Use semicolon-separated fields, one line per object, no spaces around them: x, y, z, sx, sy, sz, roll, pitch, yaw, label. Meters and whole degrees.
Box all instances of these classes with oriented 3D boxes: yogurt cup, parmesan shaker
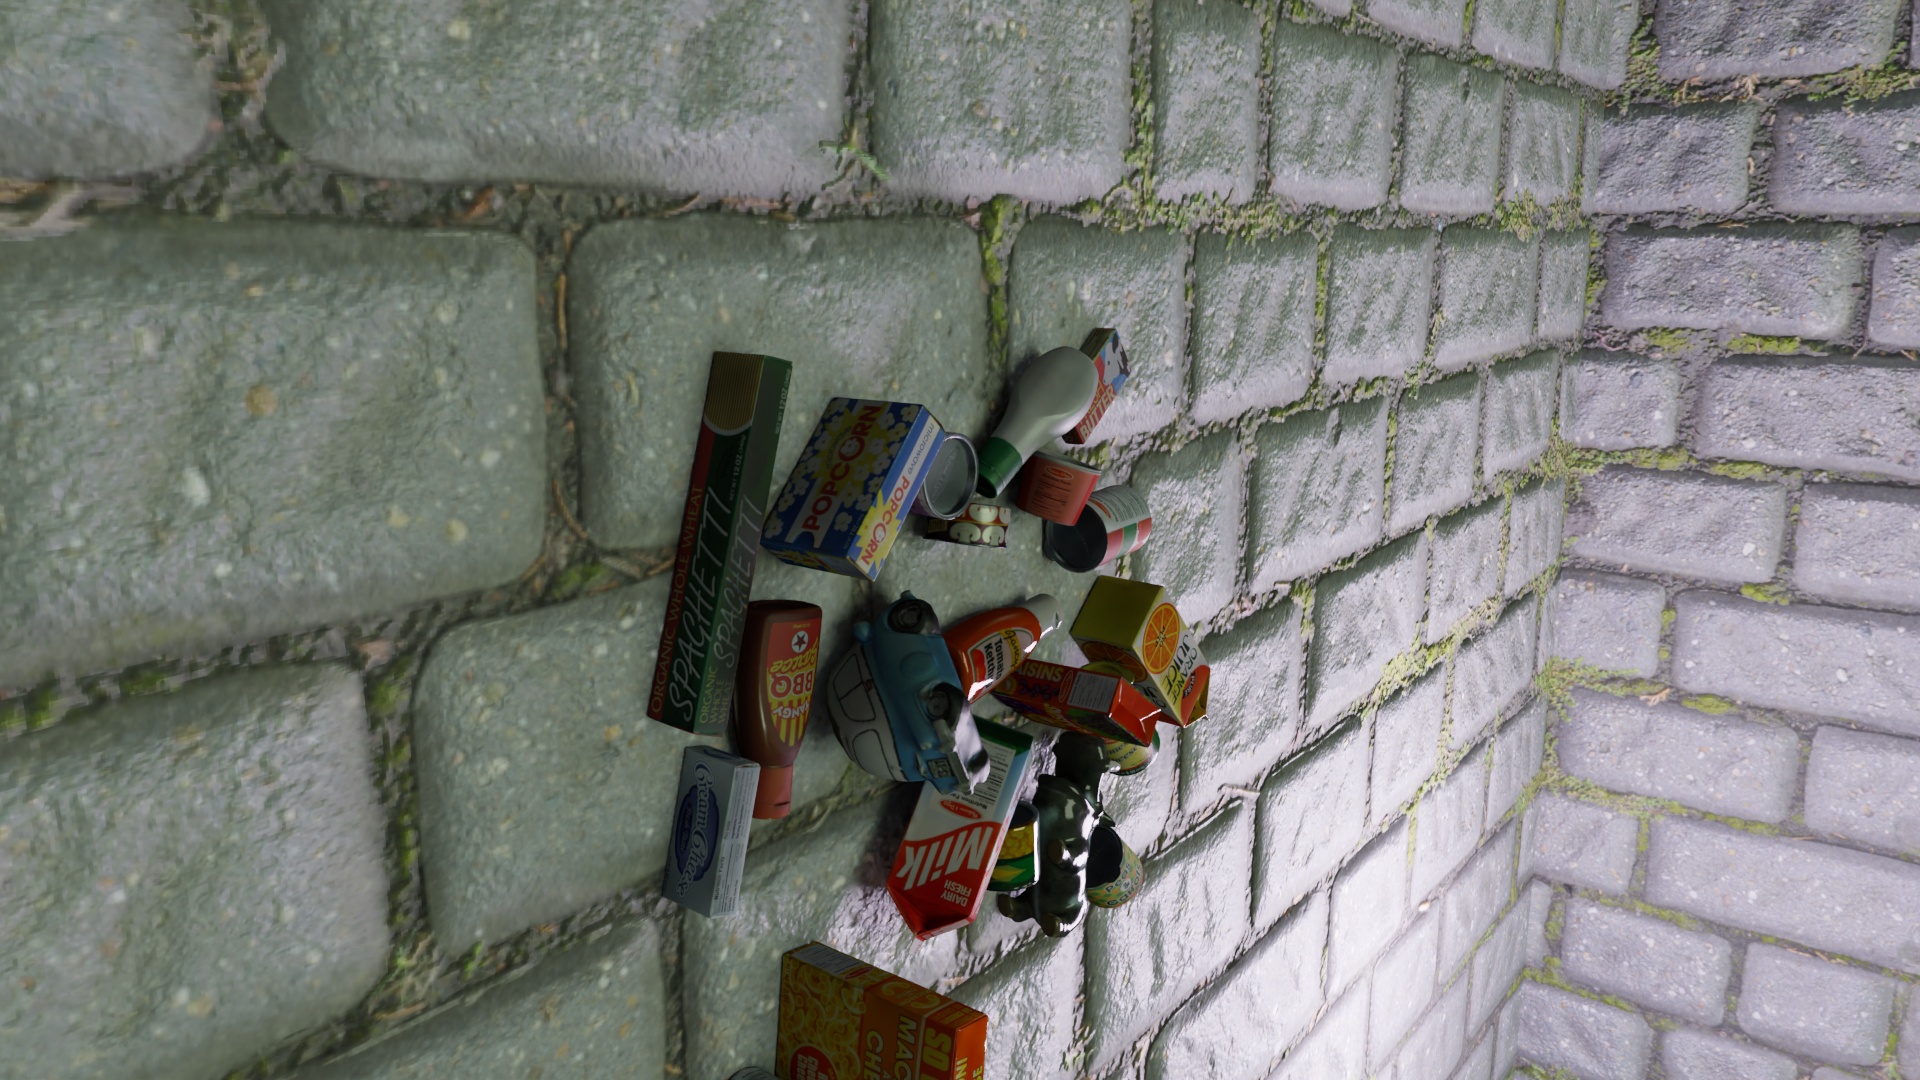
0.081;-0.046;1.196;0.072;0.072;0.054;8;104;-53;yogurt cup
0.148;0.170;1.325;0.071;0.071;0.102;-58;138;-27;parmesan shaker

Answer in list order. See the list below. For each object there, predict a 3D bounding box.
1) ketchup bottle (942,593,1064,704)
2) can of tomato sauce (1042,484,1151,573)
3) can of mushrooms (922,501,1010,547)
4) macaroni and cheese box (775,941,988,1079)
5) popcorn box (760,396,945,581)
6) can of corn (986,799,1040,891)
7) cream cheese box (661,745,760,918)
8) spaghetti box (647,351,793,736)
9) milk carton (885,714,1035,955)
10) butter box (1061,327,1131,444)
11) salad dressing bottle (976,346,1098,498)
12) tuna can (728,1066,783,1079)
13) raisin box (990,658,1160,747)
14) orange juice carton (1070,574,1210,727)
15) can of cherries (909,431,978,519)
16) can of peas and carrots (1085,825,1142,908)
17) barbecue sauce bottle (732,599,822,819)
0.032;0.086;1.177;0.149;0.043;0.064;-28;123;-48;ketchup bottle
0.125;-0.010;1.261;0.083;0.071;0.071;-19;113;-51;can of tomato sauce
0.004;-0.014;1.099;0.071;0.071;0.033;3;95;-53;can of mushrooms
-0.062;0.381;1.013;0.040;0.166;0.123;-5;102;-52;macaroni and cheese box
-0.075;-0.039;0.972;0.038;0.085;0.127;49;59;-47;popcorn box
0.034;0.262;1.200;0.071;0.071;0.058;-18;111;-50;can of corn
-0.167;0.194;0.928;0.024;0.053;0.103;10;90;-52;cream cheese box
-0.156;0.001;0.903;0.029;0.050;0.250;12;88;-52;spaghetti box
-0.005;0.240;1.118;0.072;0.073;0.191;79;30;-71;milk carton
0.117;-0.140;1.256;0.104;0.024;0.053;-56;136;-30;butter box
0.058;-0.099;1.161;0.148;0.064;0.043;-50;164;-23;salad dressing bottle
-0.151;0.426;1.015;0.071;0.033;0.071;-15;109;-51;tuna can
0.100;0.140;1.211;0.086;0.123;0.040;39;65;-50;raisin box
0.186;0.120;1.364;0.073;0.072;0.192;-60;138;-24;orange juice carton
-0.030;-0.054;1.052;0.072;0.058;0.071;-17;112;-50;can of cherries
0.138;0.316;1.344;0.058;0.071;0.071;51;58;-46;can of peas and carrots
-0.131;0.117;0.967;0.065;0.043;0.148;-2;99;-54;barbecue sauce bottle
